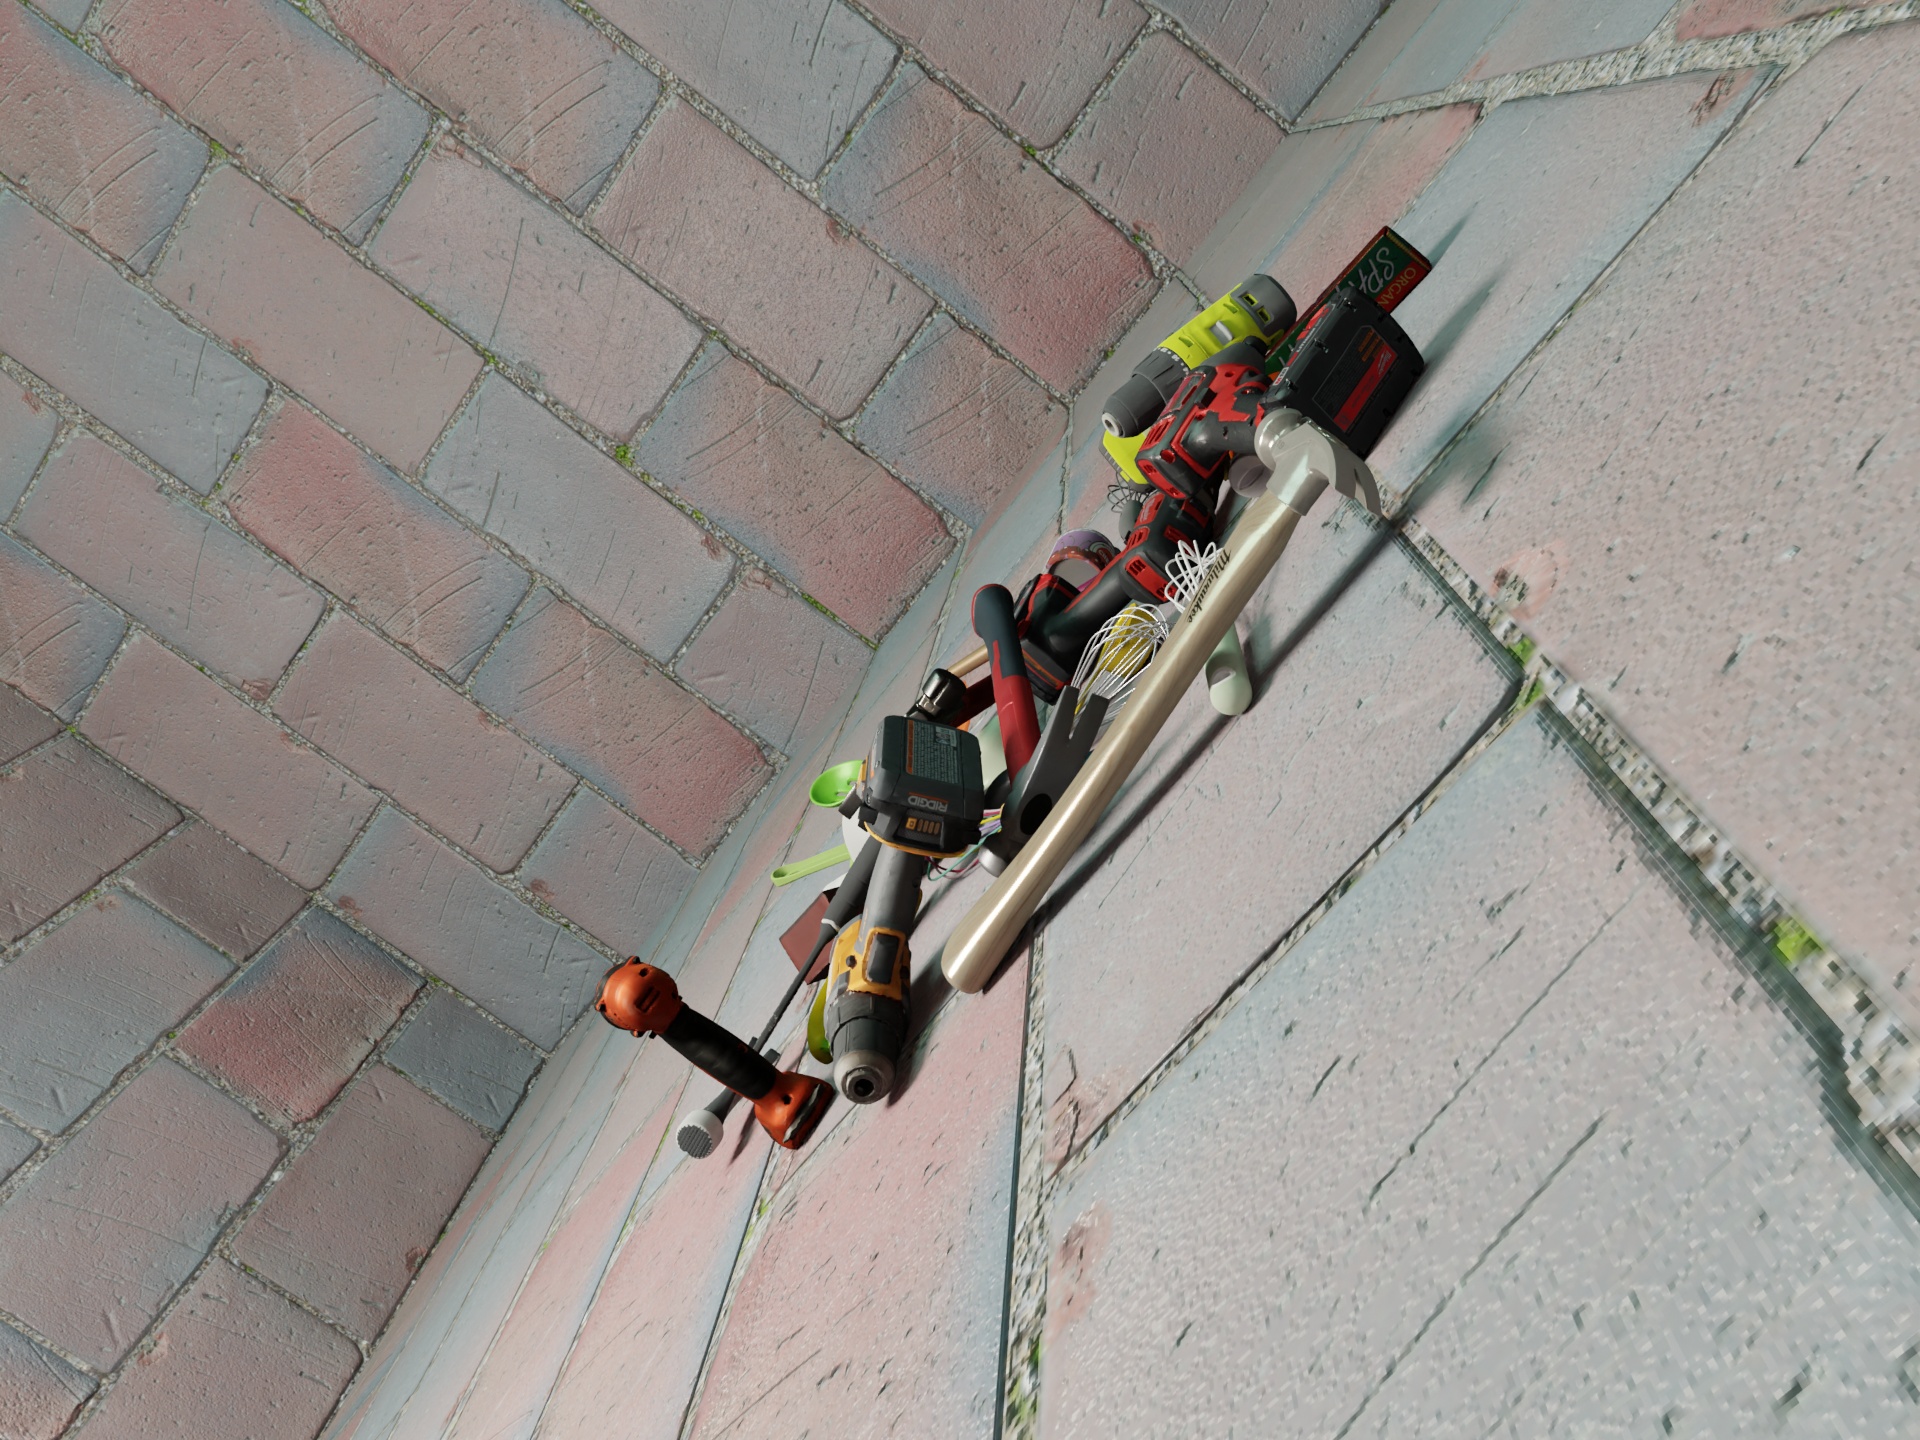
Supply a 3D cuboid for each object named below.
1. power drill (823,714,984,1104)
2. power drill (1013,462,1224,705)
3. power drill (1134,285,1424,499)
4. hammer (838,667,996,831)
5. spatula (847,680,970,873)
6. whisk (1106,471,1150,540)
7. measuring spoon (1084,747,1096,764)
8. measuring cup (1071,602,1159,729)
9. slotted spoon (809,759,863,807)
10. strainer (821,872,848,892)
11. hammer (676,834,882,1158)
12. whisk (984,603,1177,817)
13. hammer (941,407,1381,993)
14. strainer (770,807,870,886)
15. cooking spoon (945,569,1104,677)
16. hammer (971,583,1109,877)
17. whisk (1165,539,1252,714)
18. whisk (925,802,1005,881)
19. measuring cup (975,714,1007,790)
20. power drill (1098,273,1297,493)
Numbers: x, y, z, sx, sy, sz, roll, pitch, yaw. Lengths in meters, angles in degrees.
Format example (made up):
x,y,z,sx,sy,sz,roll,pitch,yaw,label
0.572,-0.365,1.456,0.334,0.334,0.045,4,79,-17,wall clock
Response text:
x,y,z,sx,sy,sz,roll,pitch,yaw,label
-0.046,0.131,1.082,0.185,0.084,0.226,-93,17,-68,power drill
0.137,-0.132,1.372,0.226,0.080,0.188,-40,15,44,power drill
0.226,-0.237,1.165,0.143,0.078,0.220,-55,20,-12,power drill
-0.002,-0.005,1.435,0.149,0.037,0.359,-55,-7,18,hammer
-0.071,0.101,1.655,0.322,0.041,0.081,-52,20,18,spatula
0.168,-0.207,1.550,0.055,0.055,0.239,-50,7,18,whisk
0.070,0.067,1.087,0.129,0.021,0.042,-56,9,-18,measuring spoon
0.111,-0.018,1.247,0.156,0.029,0.062,-63,5,16,measuring cup
-0.053,0.047,1.602,0.314,0.031,0.070,-17,30,51,slotted spoon
-0.101,0.141,1.555,0.259,0.050,0.086,-75,1,-59,strainer
-0.112,0.183,1.321,0.408,0.036,0.149,-58,-4,22,hammer
0.082,0.003,1.189,0.284,0.070,0.070,-50,8,50,whisk
0.106,0.007,0.954,0.410,0.038,0.146,-58,16,18,hammer
-0.097,0.093,1.486,0.256,0.069,0.151,-24,21,33,strainer
0.089,-0.106,1.537,0.319,0.017,0.069,-31,20,38,cooking spoon
0.045,-0.036,1.203,0.387,0.038,0.143,-97,28,-64,hammer
0.166,-0.063,1.035,0.058,0.059,0.246,-32,20,17,whisk
0.026,0.078,1.220,0.051,0.047,0.245,-56,12,-31,whisk
0.002,0.052,1.374,0.168,0.038,0.083,-45,2,-35,measuring cup
0.195,-0.291,1.440,0.190,0.080,0.228,-38,-7,-10,power drill
